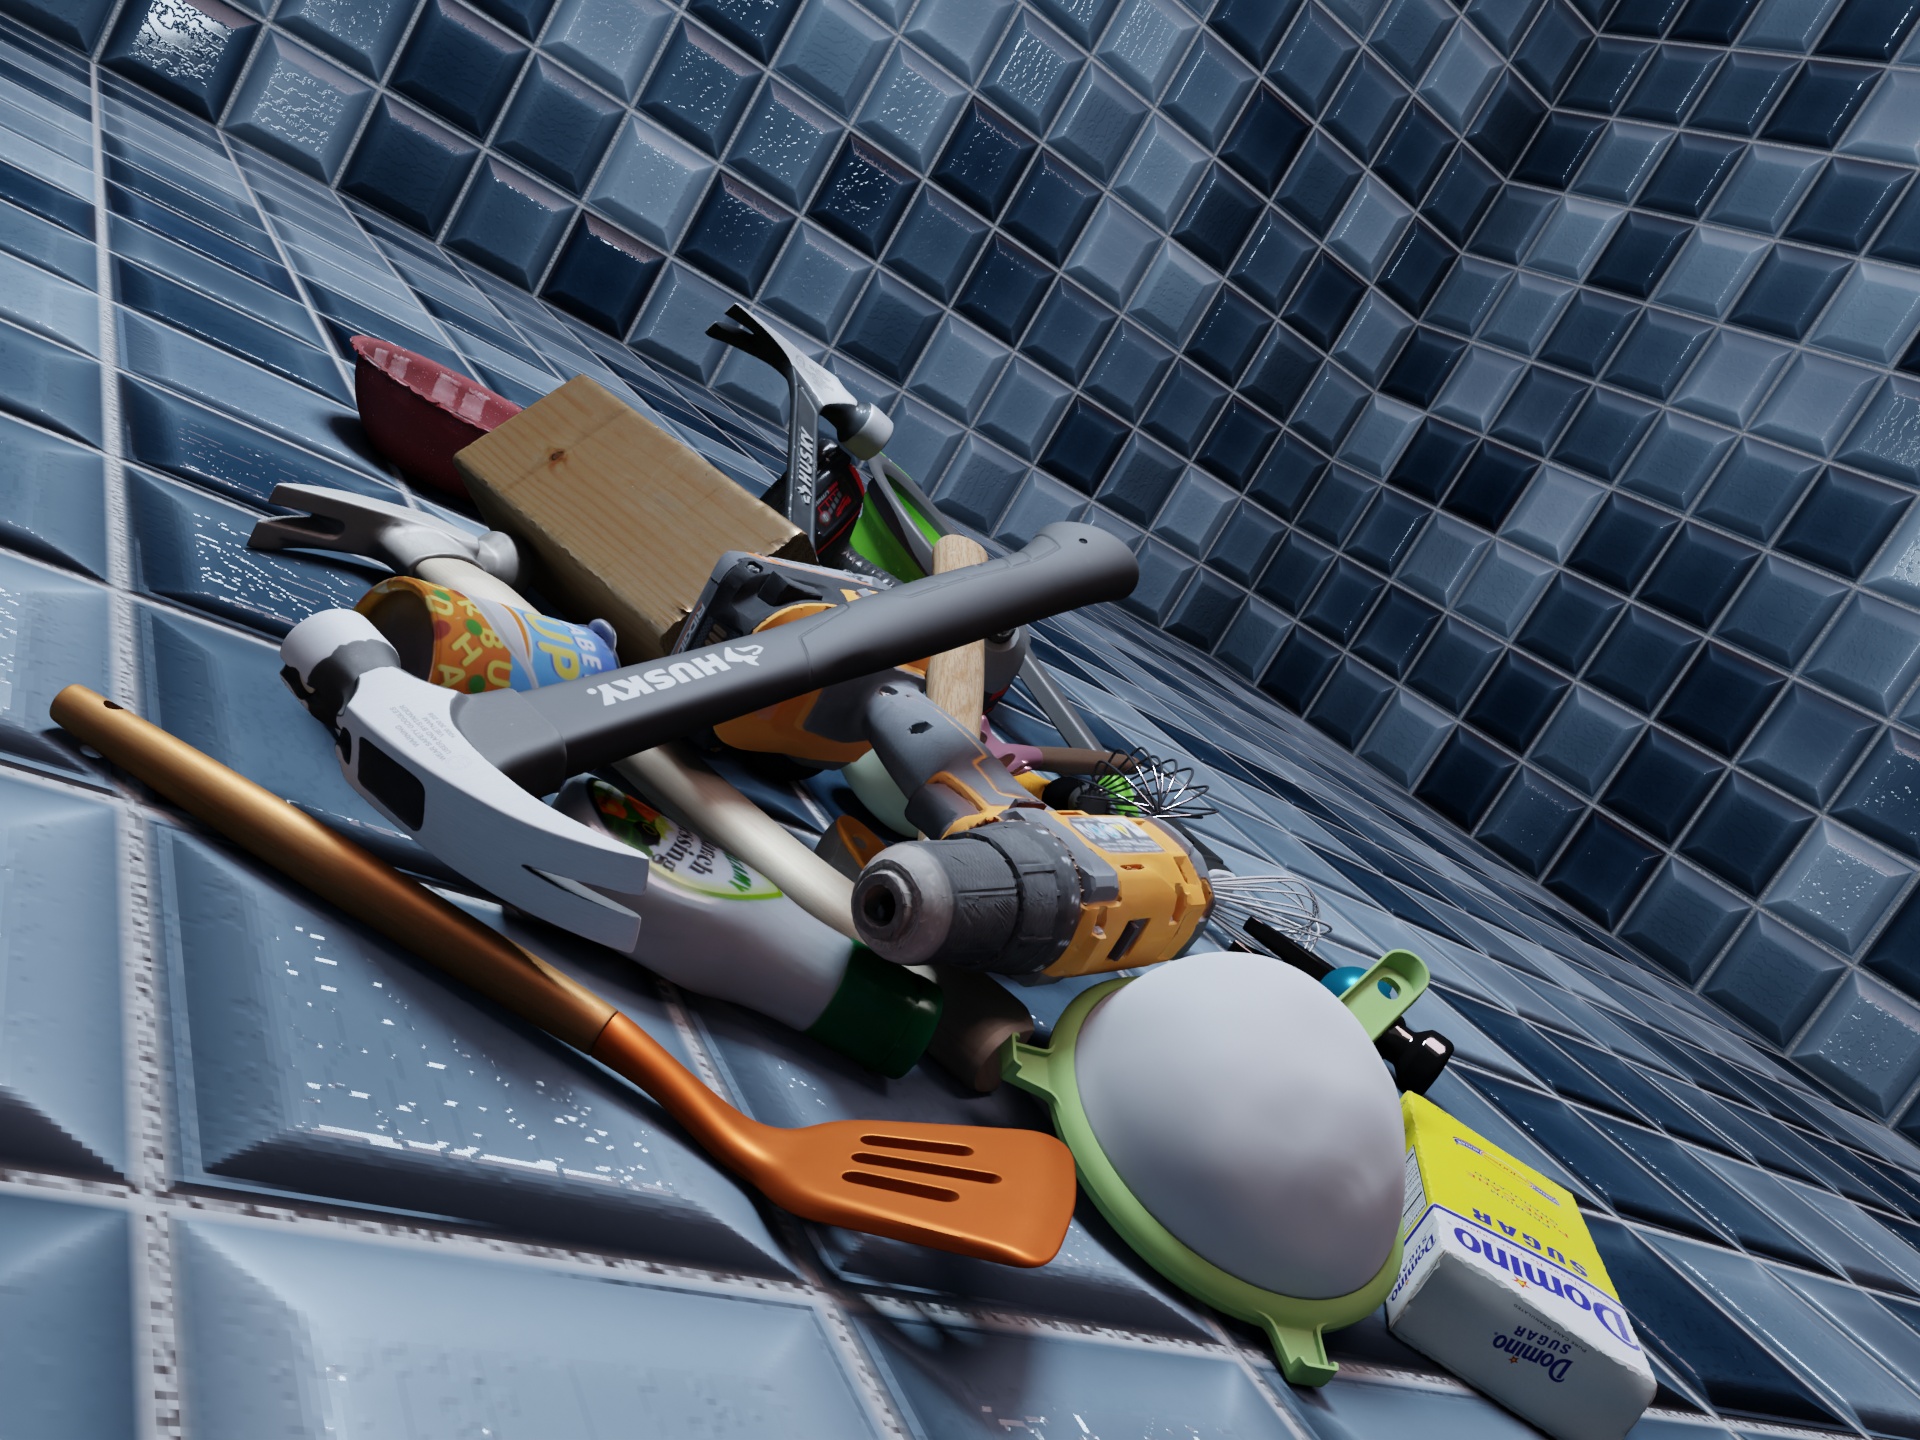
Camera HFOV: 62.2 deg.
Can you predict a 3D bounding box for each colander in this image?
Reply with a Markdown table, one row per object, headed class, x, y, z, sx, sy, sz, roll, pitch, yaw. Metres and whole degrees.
| class | x | y | z | sx | sy | sz | roll | pitch | yaw |
| --- | --- | --- | --- | --- | --- | --- | --- | --- | --- |
| colander | 0.003 | -0.053 | 1.301 | 0.397 | 0.094 | 0.204 | 55 | 12 | 24 |

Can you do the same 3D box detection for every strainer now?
| class | x | y | z | sx | sy | sz | roll | pitch | yaw |
| --- | --- | --- | --- | --- | --- | --- | --- | --- | --- |
| strainer | 0.141 | 0.123 | 0.609 | 0.152 | 0.069 | 0.256 | 44 | 34 | 19 |

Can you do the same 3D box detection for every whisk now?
| class | x | y | z | sx | sy | sz | roll | pitch | yaw |
| --- | --- | --- | --- | --- | --- | --- | --- | --- | --- |
| whisk | 0.145 | 0.109 | 1.005 | 0.246 | 0.059 | 0.058 | 19 | -10 | -32 |
| whisk | 0.075 | 0.047 | 0.868 | 0.070 | 0.070 | 0.284 | 30 | -4 | -5 |

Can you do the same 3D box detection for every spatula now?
| class | x | y | z | sx | sy | sz | roll | pitch | yaw |
| --- | --- | --- | --- | --- | --- | --- | --- | --- | --- |
| spatula | -0.117 | 0.068 | 0.450 | 0.322 | 0.041 | 0.081 | 30 | 11 | 3 |

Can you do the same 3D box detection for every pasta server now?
| class | x | y | z | sx | sy | sz | roll | pitch | yaw |
| --- | --- | --- | --- | --- | --- | --- | --- | --- | --- |
| pasta server | 0.062 | 0.020 | 1.022 | 0.060 | 0.040 | 0.316 | 51 | 18 | 20 |

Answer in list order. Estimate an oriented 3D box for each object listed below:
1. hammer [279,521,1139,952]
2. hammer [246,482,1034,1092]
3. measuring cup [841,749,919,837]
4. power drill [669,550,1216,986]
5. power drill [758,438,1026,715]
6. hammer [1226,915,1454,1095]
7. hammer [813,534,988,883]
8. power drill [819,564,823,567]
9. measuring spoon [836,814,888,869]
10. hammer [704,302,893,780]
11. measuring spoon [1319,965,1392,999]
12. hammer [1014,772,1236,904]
| class | x | y | z | sx | sy | sz | roll | pitch | yaw |
| --- | --- | --- | --- | --- | --- | --- | --- | --- | --- |
| hammer | -0.047 | -0.022 | 0.564 | 0.146 | 0.035 | 0.334 | 38 | 38 | 29 |
| hammer | -0.135 | 0.016 | 0.667 | 0.411 | 0.038 | 0.146 | 36 | 13 | 28 |
| measuring cup | -0.047 | 0.002 | 0.887 | 0.083 | 0.038 | 0.168 | 39 | 15 | -38 |
| power drill | -0.025 | 0.021 | 0.629 | 0.226 | 0.084 | 0.185 | 40 | 20 | 30 |
| power drill | -0.047 | -0.096 | 1.160 | 0.219 | 0.078 | 0.143 | 40 | -22 | 2 |
| hammer | 0.155 | 0.160 | 0.797 | 0.143 | 0.038 | 0.386 | 33 | 10 | 22 |
| hammer | -0.001 | -0.003 | 0.836 | 0.130 | 0.031 | 0.332 | 28 | 32 | -17 |
| power drill | -0.152 | -0.093 | 1.039 | 0.191 | 0.080 | 0.228 | 33 | 7 | 36 |
| measuring spoon | -0.019 | 0.085 | 0.667 | 0.021 | 0.011 | 0.117 | -10 | 53 | -50 |
| hammer | -0.100 | -0.113 | 0.951 | 0.149 | 0.036 | 0.409 | 38 | 29 | -30 |
| measuring spoon | 0.237 | 0.148 | 0.915 | 0.042 | 0.021 | 0.128 | 32 | 11 | 20 |
| hammer | 0.036 | 0.039 | 1.052 | 0.336 | 0.034 | 0.127 | 24 | 13 | -34 |
